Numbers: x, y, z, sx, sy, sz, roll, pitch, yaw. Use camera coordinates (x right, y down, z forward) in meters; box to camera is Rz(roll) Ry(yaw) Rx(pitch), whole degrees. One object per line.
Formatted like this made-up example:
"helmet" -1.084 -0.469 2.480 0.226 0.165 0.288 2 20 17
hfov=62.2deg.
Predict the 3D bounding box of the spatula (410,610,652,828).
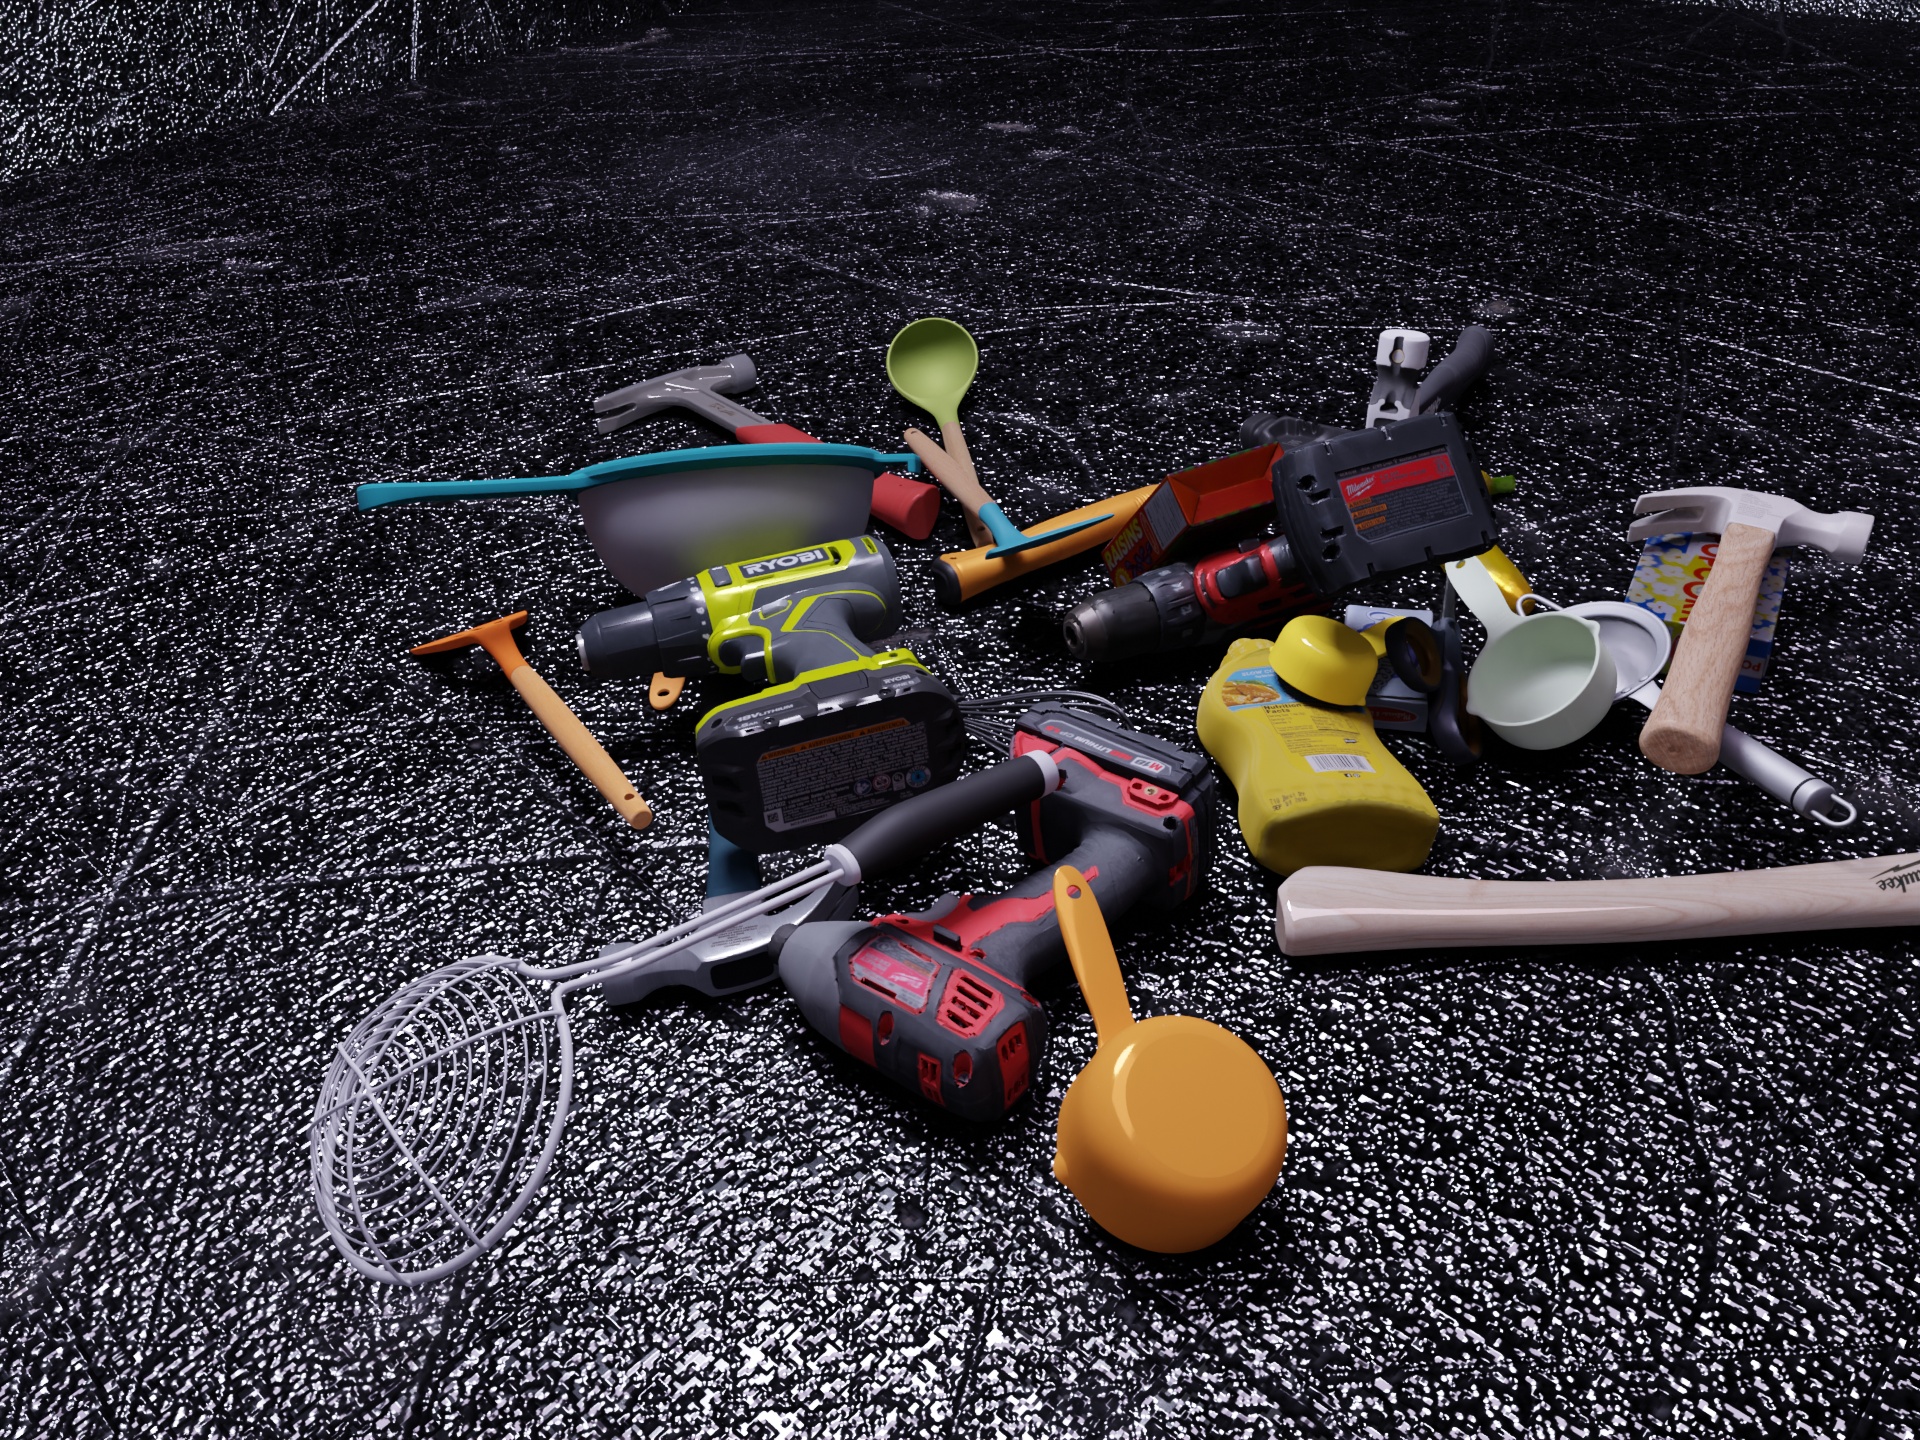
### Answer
"spatula" -0.253 -0.009 0.958 0.081 0.041 0.323 -23 37 -24

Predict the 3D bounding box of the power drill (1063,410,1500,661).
"power drill" 0.175 -0.090 0.920 0.188 0.080 0.226 -16 -5 -20

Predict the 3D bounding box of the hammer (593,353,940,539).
"hammer" -0.146 -0.215 1.260 0.149 0.036 0.359 -26 40 -29

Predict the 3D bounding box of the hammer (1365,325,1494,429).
"hammer" 0.354 -0.240 1.189 0.035 0.146 0.335 13 27 23

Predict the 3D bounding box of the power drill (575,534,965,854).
"power drill" -0.108 -0.024 0.884 0.190 0.080 0.229 -14 32 -13

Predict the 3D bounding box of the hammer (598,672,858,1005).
"hammer" -0.132 0.032 0.901 0.128 0.033 0.331 -8 34 -4

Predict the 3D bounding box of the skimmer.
"skimmer" -0.101 0.108 0.689 0.363 0.090 0.127 -23 39 -32

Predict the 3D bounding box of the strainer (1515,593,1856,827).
"strainer" 0.384 -0.004 0.861 0.087 0.050 0.259 -33 29 0

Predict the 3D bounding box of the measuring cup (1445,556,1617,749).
"measuring cup" 0.320 -0.046 0.917 0.083 0.038 0.168 -37 32 19

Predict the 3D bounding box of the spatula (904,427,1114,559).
"spatula" 0.011 -0.163 1.103 0.082 0.044 0.318 -19 31 -11

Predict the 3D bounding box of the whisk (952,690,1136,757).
"whisk" -0.001 -0.004 0.931 0.239 0.055 0.055 11 37 29

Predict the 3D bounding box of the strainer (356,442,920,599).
"strainer" -0.202 -0.112 1.008 0.340 0.095 0.211 -8 3 -34

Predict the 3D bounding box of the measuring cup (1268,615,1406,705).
"measuring cup" 0.230 -0.048 0.905 0.062 0.029 0.156 35 35 25

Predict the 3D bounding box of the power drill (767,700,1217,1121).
"power drill" 0.018 0.087 0.771 0.143 0.078 0.220 21 45 33

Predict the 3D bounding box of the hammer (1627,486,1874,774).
"hammer" 0.420 -0.060 0.881 0.130 0.031 0.331 18 35 25

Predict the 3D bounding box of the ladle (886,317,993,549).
"ladle" -0.006 -0.227 1.246 0.078 0.062 0.320 -13 37 0

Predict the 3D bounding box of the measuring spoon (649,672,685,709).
"measuring spoon" -0.187 -0.043 1.035 0.021 0.011 0.117 -3 34 2

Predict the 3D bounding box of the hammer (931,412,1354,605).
"hammer" 0.132 -0.149 1.124 0.337 0.034 0.127 -23 28 -23

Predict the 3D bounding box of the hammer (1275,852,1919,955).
"hammer" 0.359 0.093 0.754 0.410 0.038 0.146 -3 36 2

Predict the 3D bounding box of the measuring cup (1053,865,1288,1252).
"measuring cup" 0.075 0.128 0.659 0.095 0.052 0.174 -8 61 -19
